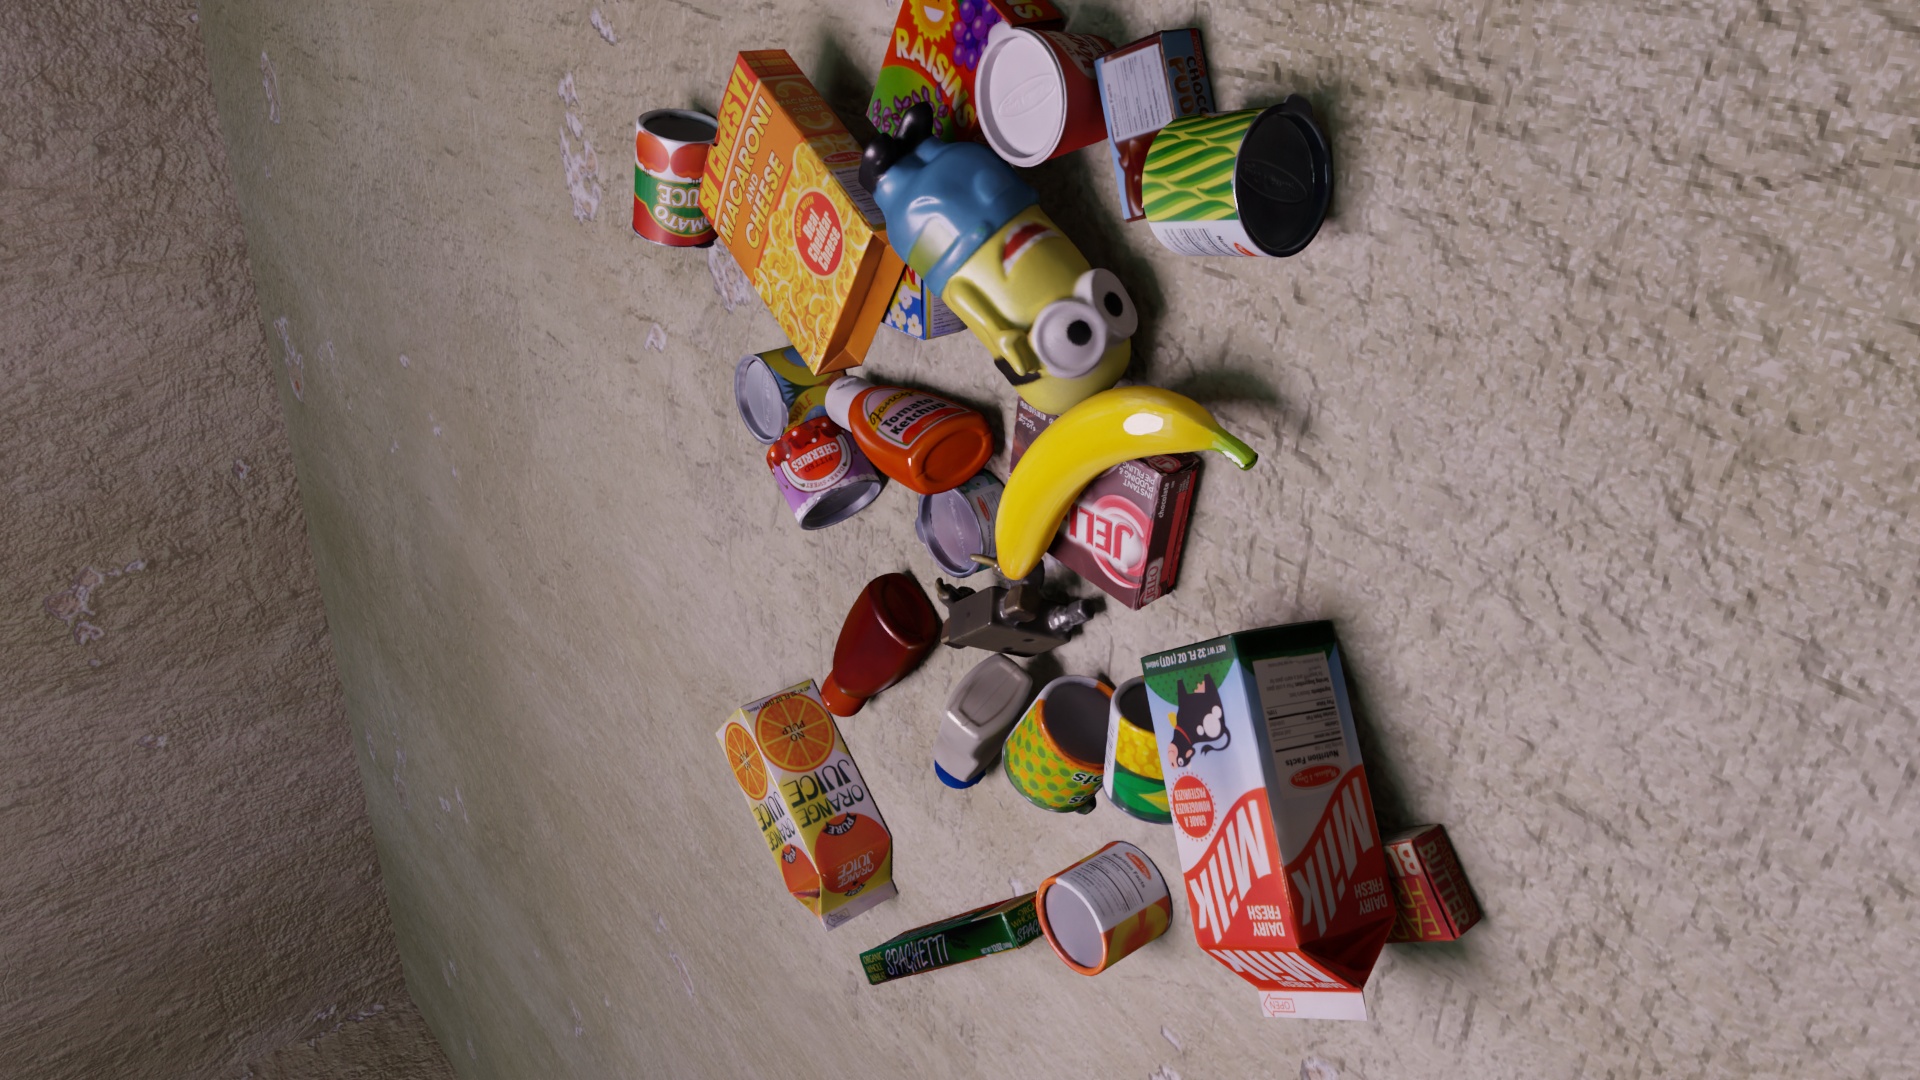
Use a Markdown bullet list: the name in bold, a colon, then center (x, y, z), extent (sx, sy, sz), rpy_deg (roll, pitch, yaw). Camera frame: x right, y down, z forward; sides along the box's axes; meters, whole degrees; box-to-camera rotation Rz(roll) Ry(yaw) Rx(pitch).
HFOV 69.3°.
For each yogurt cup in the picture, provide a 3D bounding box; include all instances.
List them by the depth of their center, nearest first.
- **yogurt cup**: center (0.049, -0.230, 0.715), extent (0.072, 0.054, 0.072), rpy_deg (28, 128, 44)

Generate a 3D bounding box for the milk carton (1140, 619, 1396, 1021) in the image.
- **milk carton**: center (0.157, 0.142, 0.696), extent (0.072, 0.073, 0.191), rpy_deg (-25, 72, 55)

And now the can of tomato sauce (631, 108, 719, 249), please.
- **can of tomato sauce**: center (-0.210, -0.270, 1.038), extent (0.071, 0.071, 0.082), rpy_deg (42, 136, 34)

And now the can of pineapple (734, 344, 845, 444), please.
- **can of pineapple**: center (-0.121, -0.106, 1.003), extent (0.071, 0.058, 0.070), rpy_deg (29, 128, 44)

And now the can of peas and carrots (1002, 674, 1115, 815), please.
- **can of peas and carrots**: center (0.068, 0.126, 0.850), extent (0.071, 0.071, 0.058), rpy_deg (55, 142, 22)

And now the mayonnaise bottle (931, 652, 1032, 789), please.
- **mayonnaise bottle**: center (0.009, 0.128, 0.924), extent (0.041, 0.065, 0.147), rpy_deg (39, 154, 11)

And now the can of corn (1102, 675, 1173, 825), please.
- **can of corn**: center (0.117, 0.116, 0.780), extent (0.071, 0.071, 0.058), rpy_deg (30, 129, 43)

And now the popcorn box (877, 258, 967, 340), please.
- **popcorn box**: center (-0.047, -0.186, 0.881), extent (0.127, 0.038, 0.084), rpy_deg (30, 129, 44)

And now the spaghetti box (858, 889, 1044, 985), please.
- **spaghetti box**: center (-0.004, 0.301, 1.046), extent (0.249, 0.050, 0.029), rpy_deg (-38, 73, 54)

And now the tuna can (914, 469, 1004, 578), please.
- **tuna can**: center (0.003, -0.011, 0.901), extent (0.071, 0.033, 0.070), rpy_deg (28, 127, 44)

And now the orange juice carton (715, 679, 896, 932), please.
- **orange juice carton**: center (-0.123, 0.221, 1.152), extent (0.193, 0.072, 0.072), rpy_deg (62, 145, 13)

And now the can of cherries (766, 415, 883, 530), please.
- **can of cherries**: center (-0.098, -0.049, 0.989), extent (0.058, 0.072, 0.071), rpy_deg (61, 144, 15)

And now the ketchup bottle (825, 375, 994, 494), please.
- **ketchup bottle**: center (-0.041, -0.074, 0.910), extent (0.149, 0.065, 0.043), rpy_deg (31, 148, 54)

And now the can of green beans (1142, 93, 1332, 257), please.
- **can of green beans**: center (0.125, -0.162, 0.633), extent (0.058, 0.071, 0.071), rpy_deg (15, 117, 51)

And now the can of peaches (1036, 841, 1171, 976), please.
- **can of peaches**: center (0.089, 0.234, 0.879), extent (0.071, 0.058, 0.071), rpy_deg (27, 126, 44)

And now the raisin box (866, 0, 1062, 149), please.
- **raisin box**: center (0.000, -0.264, 0.780), extent (0.086, 0.040, 0.122), rpy_deg (55, 143, 22)

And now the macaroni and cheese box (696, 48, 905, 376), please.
- **macaroni and cheese box**: center (-0.101, -0.207, 0.874), extent (0.167, 0.040, 0.123), rpy_deg (55, 141, 22)

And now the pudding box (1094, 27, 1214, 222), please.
- **pudding box**: center (0.098, -0.203, 0.682), extent (0.049, 0.030, 0.083), rpy_deg (0, 106, 53)

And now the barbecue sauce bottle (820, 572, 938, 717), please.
- **barbecue sauce bottle**: center (-0.067, 0.085, 1.034), extent (0.065, 0.044, 0.147), rpy_deg (58, 144, 17)

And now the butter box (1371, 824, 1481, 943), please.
- **butter box**: center (0.212, 0.179, 0.715), extent (0.103, 0.024, 0.053), rpy_deg (-30, 80, 55)
